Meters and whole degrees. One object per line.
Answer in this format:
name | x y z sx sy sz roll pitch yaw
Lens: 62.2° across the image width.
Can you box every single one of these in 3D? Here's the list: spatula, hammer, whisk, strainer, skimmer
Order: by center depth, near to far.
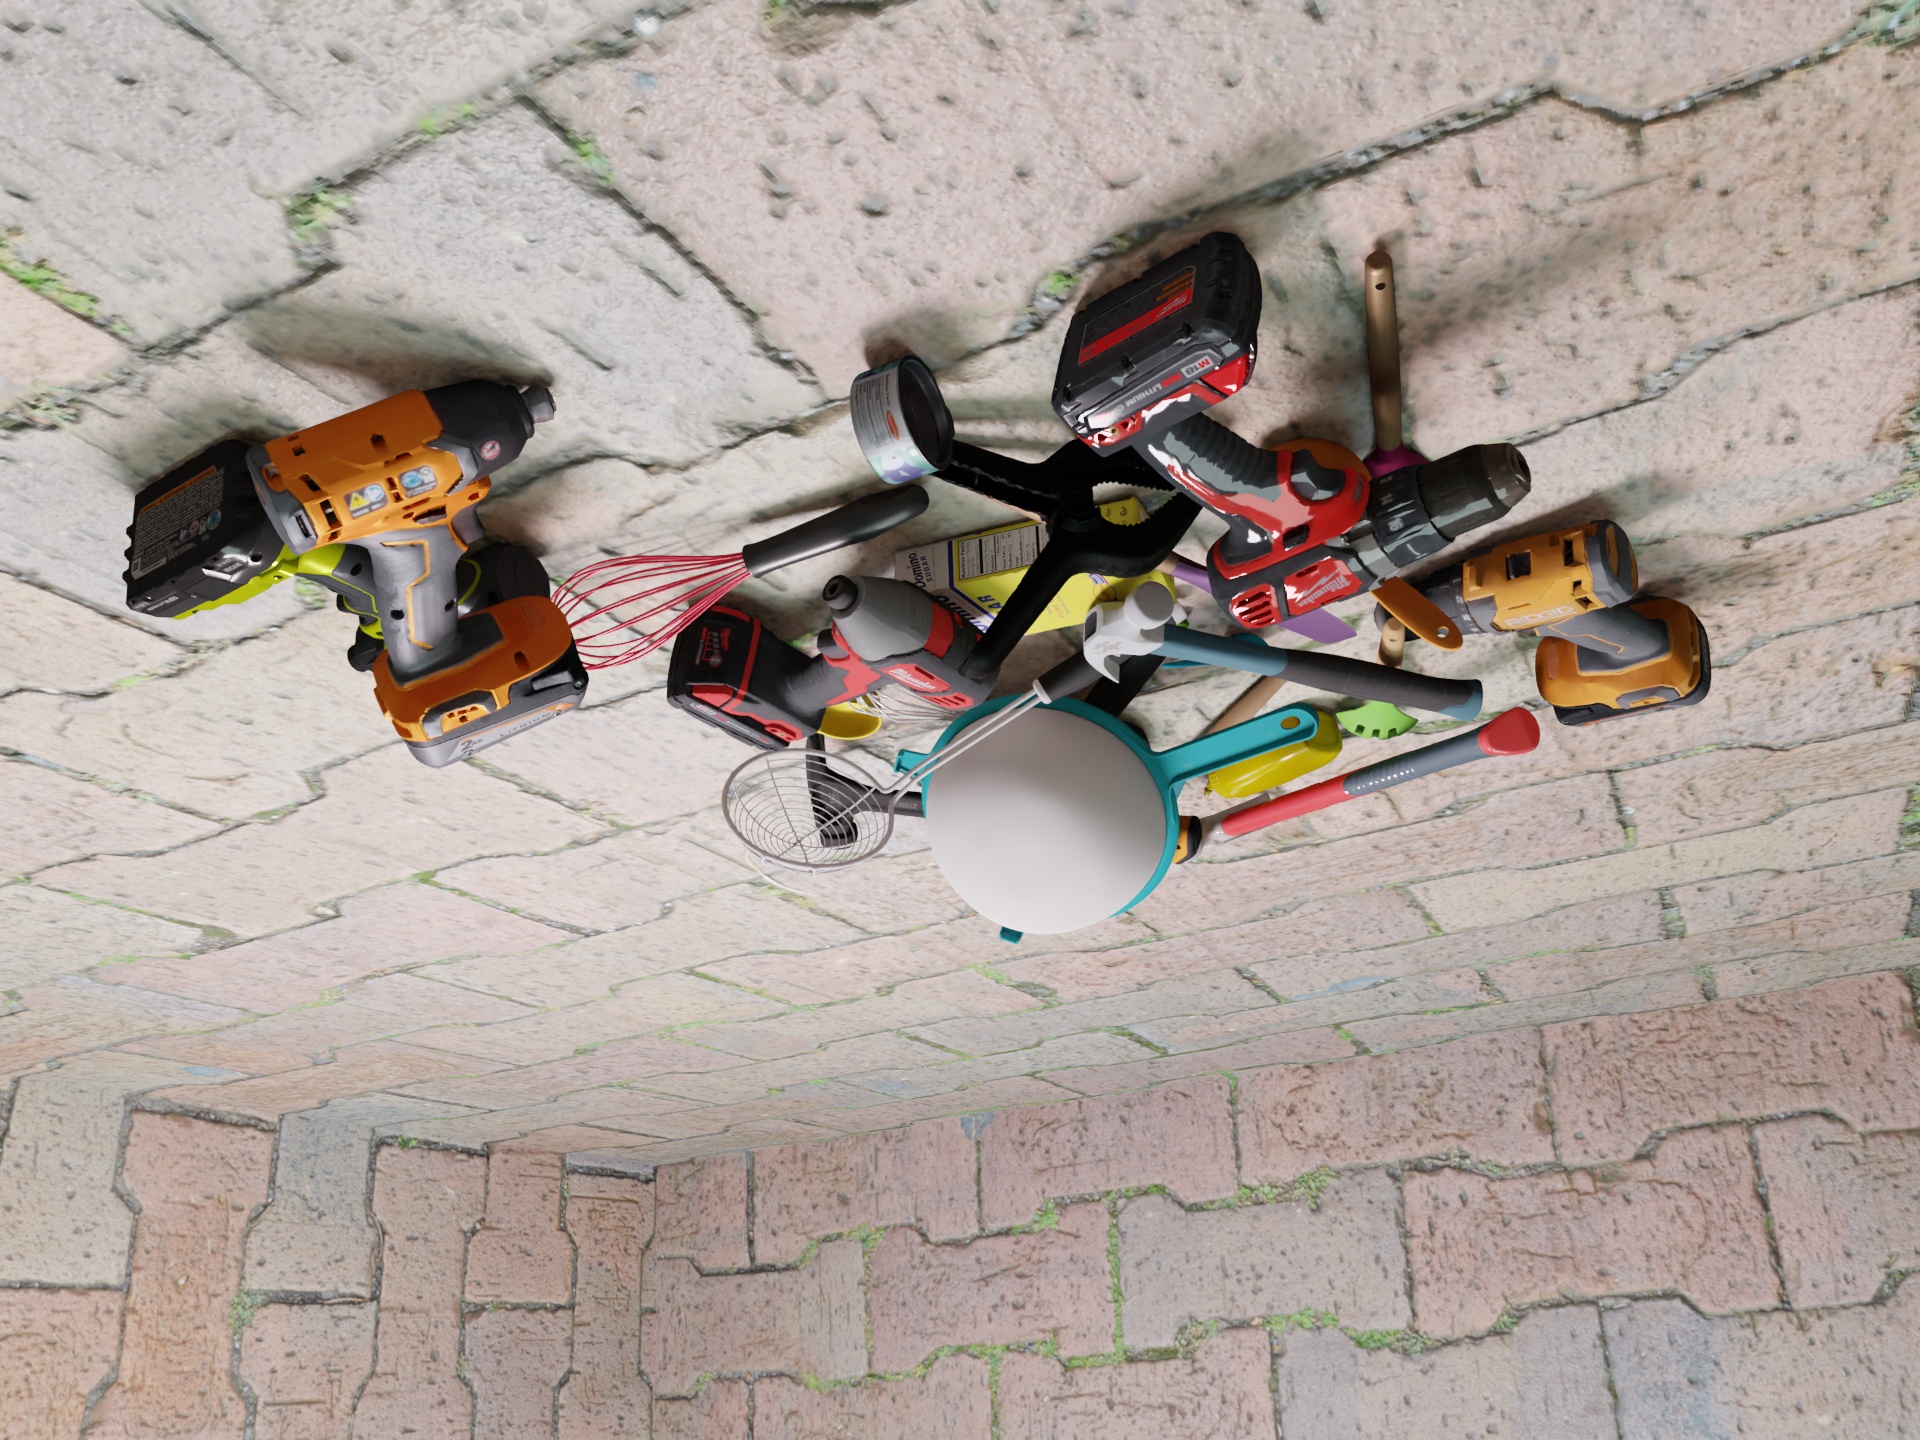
spatula | 0.113 -0.109 1.008 0.315 0.018 0.060 21 168 -14
whisk | -0.155 -0.099 1.051 0.296 0.073 0.073 -18 153 18
hammer | 0.238 -0.039 1.136 0.330 0.033 0.128 10 164 -22
skimmer | -0.002 -0.004 1.168 0.363 0.127 0.090 -32 138 5
strainer | 0.110 0.070 1.204 0.340 0.095 0.211 -22 108 29
whisk | -0.006 -0.006 1.307 0.058 0.059 0.246 -47 144 19
hammer | 0.031 0.070 1.314 0.337 0.034 0.127 6 126 18
hammer | 0.353 0.054 1.405 0.143 0.038 0.386 -16 173 -37
spatula | 0.207 0.031 1.419 0.044 0.082 0.317 -8 155 -26

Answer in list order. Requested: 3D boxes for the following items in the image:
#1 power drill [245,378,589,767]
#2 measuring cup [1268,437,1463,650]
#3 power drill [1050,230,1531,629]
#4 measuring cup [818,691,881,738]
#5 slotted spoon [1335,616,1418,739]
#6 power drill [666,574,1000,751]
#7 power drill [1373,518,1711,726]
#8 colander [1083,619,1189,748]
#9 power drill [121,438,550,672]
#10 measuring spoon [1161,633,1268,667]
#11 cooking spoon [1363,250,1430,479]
power drill | -0.293 -0.092 0.931 0.164 0.084 0.226 -26 140 -17
measuring cup | 0.239 -0.106 0.967 0.095 0.174 0.052 -42 146 1
power drill | 0.178 -0.151 0.859 0.188 0.080 0.226 -22 130 36
measuring cup | -0.118 -0.034 1.258 0.062 0.029 0.156 -18 141 26
slotted spoon | 0.336 -0.028 1.265 0.070 0.031 0.313 5 167 13
power drill | -0.095 -0.045 1.099 0.220 0.079 0.143 -10 151 40
power drill | 0.438 -0.067 1.192 0.185 0.084 0.226 -15 151 41
colander | 0.110 0.049 1.347 0.204 0.095 0.397 -9 155 -25
power drill | -0.402 -0.086 1.019 0.171 0.080 0.223 -19 156 29
measuring spoon | 0.193 -0.053 1.213 0.042 0.021 0.128 -4 -177 43
cooking spoon | 0.259 -0.183 0.967 0.069 0.017 0.318 -9 157 14
